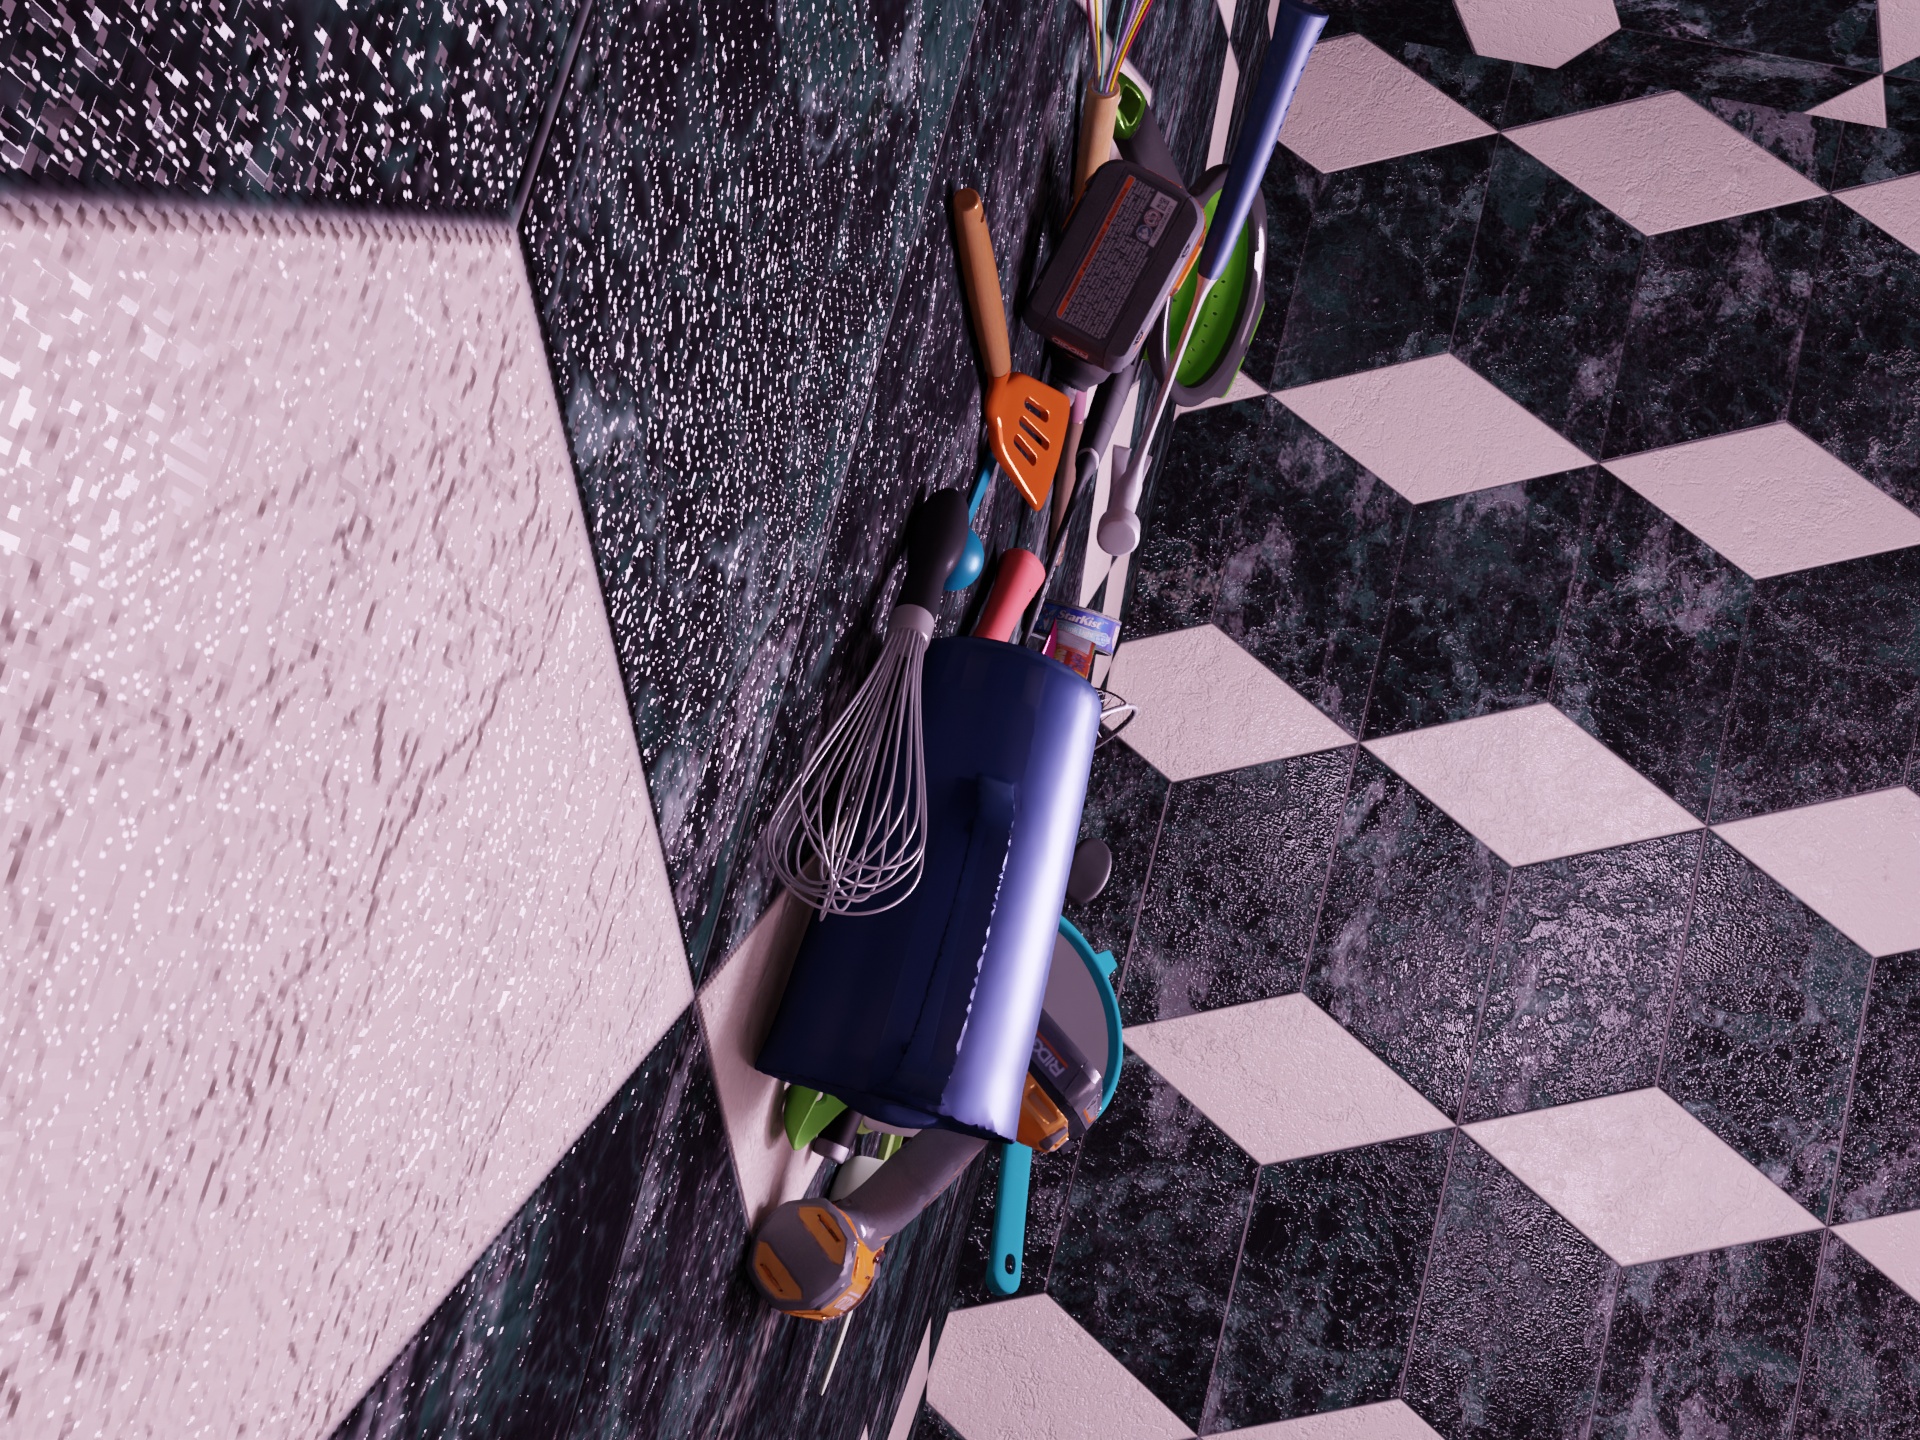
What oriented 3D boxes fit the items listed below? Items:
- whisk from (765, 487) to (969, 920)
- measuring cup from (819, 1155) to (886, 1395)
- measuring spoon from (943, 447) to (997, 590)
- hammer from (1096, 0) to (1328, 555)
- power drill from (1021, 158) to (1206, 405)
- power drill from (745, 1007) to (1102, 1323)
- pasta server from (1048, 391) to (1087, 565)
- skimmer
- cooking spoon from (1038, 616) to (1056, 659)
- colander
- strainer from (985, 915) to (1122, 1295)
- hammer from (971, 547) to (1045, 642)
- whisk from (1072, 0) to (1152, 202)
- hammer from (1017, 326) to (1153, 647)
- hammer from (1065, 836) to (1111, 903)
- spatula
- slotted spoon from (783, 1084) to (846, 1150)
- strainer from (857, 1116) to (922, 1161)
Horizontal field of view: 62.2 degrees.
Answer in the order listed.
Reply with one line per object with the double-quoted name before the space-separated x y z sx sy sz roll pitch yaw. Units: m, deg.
"whisk" -0.032 -0.022 0.766 0.070 0.070 0.285 95 6 -47
"measuring cup" -0.089 0.396 1.145 0.083 0.038 0.168 64 43 -78
"measuring spoon" 0.016 -0.133 1.001 0.042 0.021 0.129 92 16 -57
"hammer" 0.181 -0.327 1.193 0.144 0.035 0.405 -75 -177 -57
"power drill" 0.101 -0.290 1.087 0.164 0.084 0.226 -61 179 13
"power drill" -0.020 0.280 0.974 0.226 0.084 0.185 -38 159 -12
"pasta server" 0.104 -0.240 1.380 0.060 0.040 0.316 -56 163 -32
"skimmer" 0.013 0.133 1.067 0.127 0.090 0.363 112 2 -72
"cooking spoon" -0.001 0.085 0.956 0.069 0.017 0.319 -68 180 -75
"colander" 0.153 -0.406 1.316 0.204 0.094 0.396 -67 153 -6
"strainer" 0.028 0.316 1.344 0.095 0.210 0.341 -31 -140 42
"hammer" -0.002 -0.003 1.057 0.359 0.037 0.149 -65 167 -52
"whisk" 0.095 -0.414 1.002 0.244 0.047 0.051 95 10 -63
"hammer" 0.096 -0.187 1.260 0.149 0.036 0.409 -53 162 -76
"hammer" 0.058 0.101 1.206 0.146 0.035 0.335 -56 -173 -2
"spatula" 0.028 -0.208 0.894 0.322 0.041 0.081 62 44 -77
"slotted spoon" -0.024 0.219 0.998 0.070 0.031 0.313 -63 154 8
"strainer" -0.021 0.288 1.175 0.151 0.069 0.256 -37 152 -43
